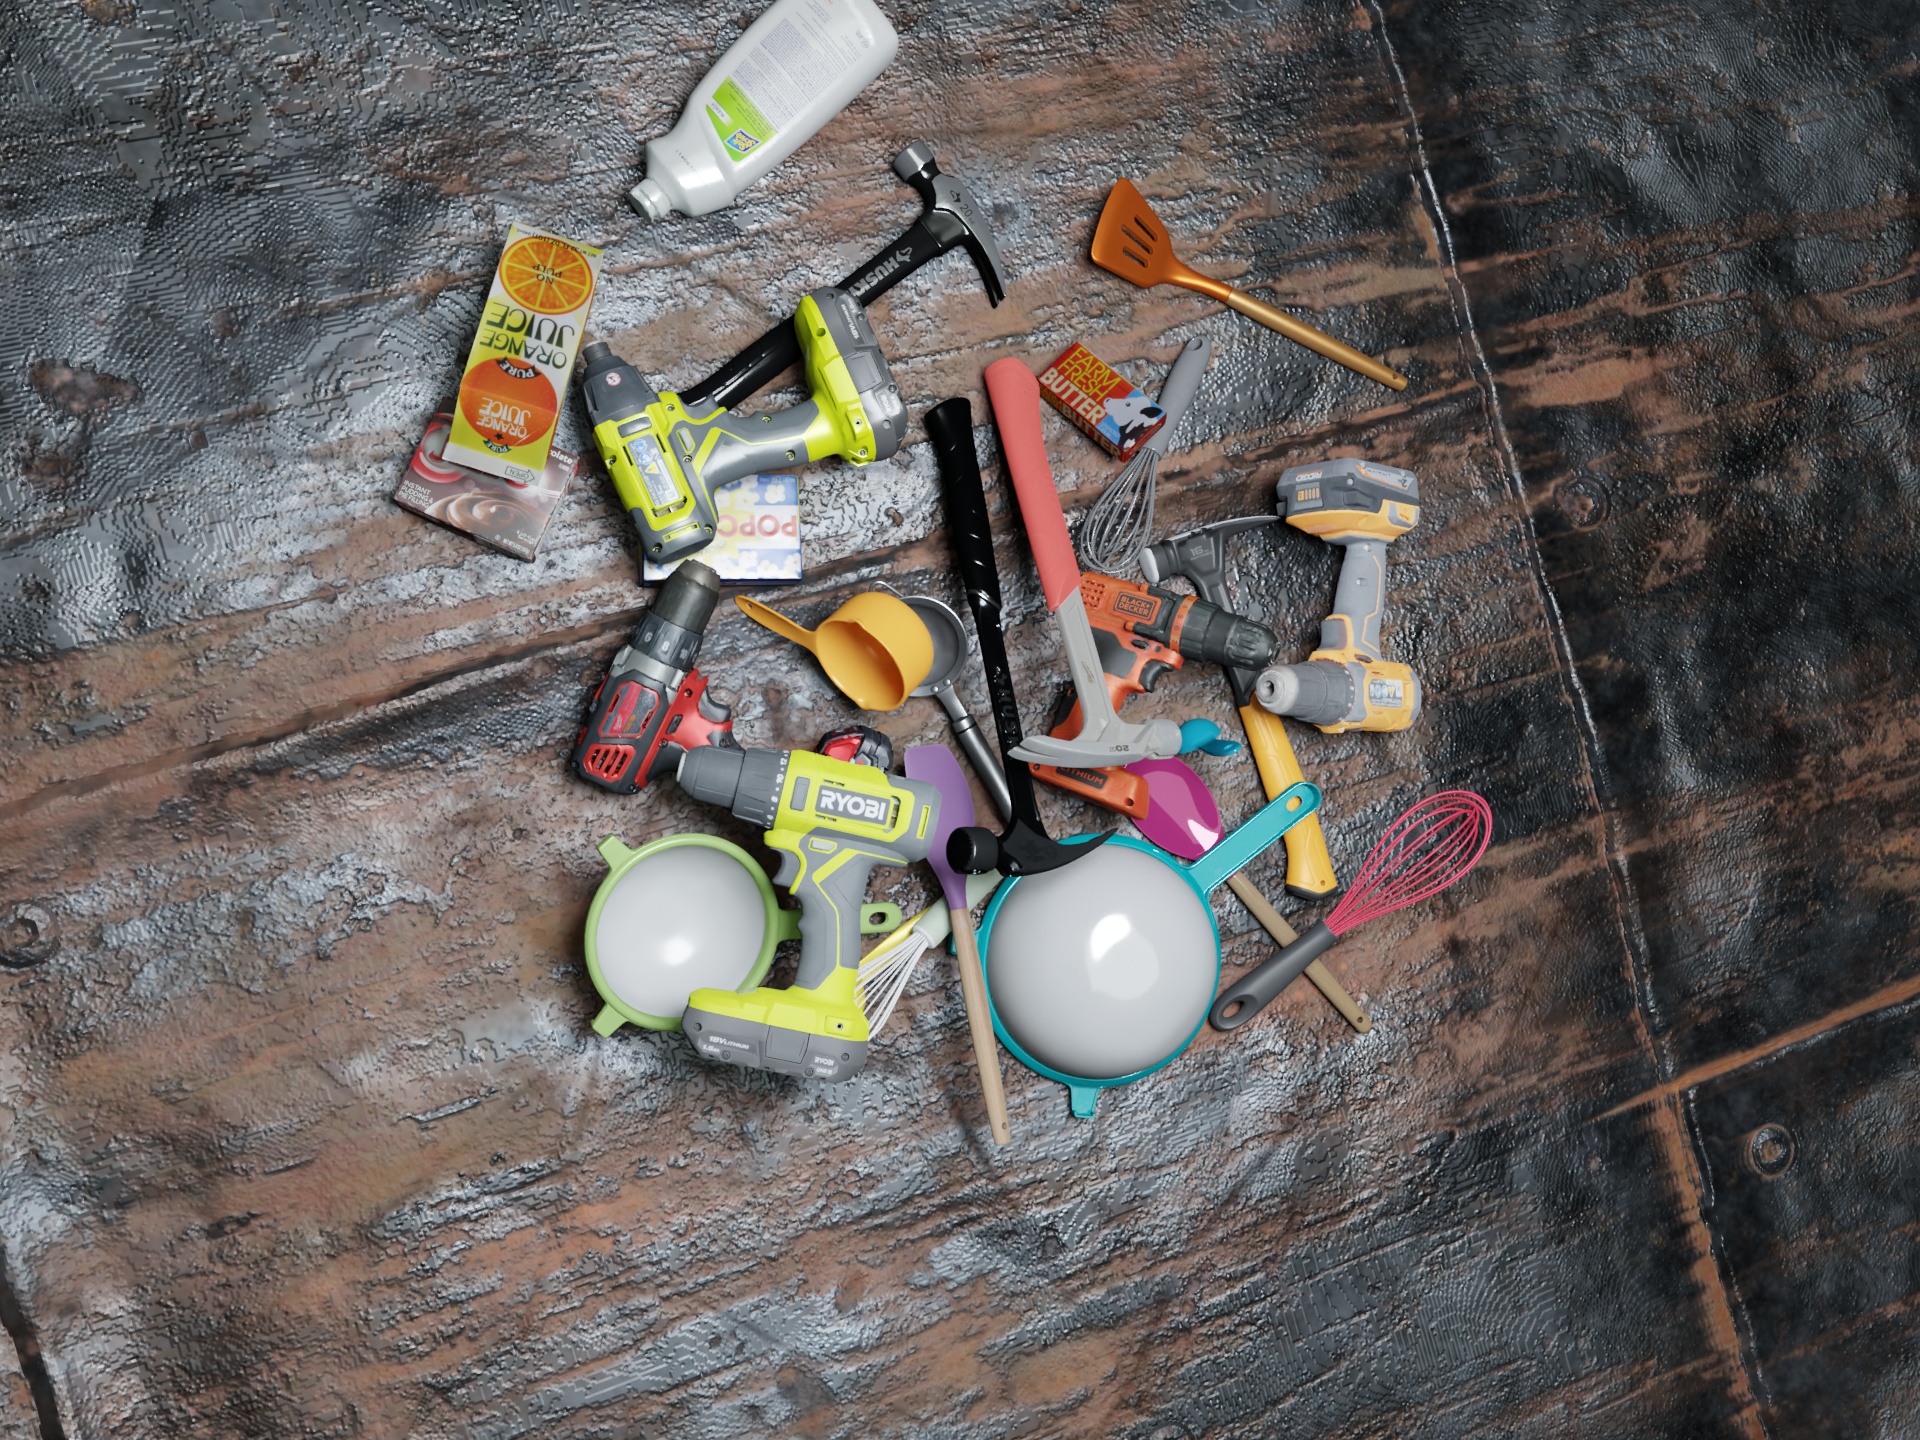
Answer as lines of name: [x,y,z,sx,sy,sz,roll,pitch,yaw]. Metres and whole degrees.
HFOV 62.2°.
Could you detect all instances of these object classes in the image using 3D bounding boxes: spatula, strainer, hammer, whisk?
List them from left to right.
strainer: [-0.173,0.155,1.238,0.256,0.069,0.151,-1,97,-29]
hammer: [-0.112,-0.322,1.293,0.335,0.035,0.146,-40,96,-13]
whisk: [-0.034,0.178,1.262,0.246,0.058,0.059,-43,136,-26]
strainer: [-0.002,-0.004,1.297,0.087,0.050,0.258,-27,98,16]
spatula: [0.005,0.173,1.250,0.059,0.018,0.316,-5,81,-36]
hammer: [0.027,-0.075,1.254,0.149,0.036,0.409,5,66,-36]
hammer: [0.066,-0.131,1.258,0.149,0.036,0.359,1,64,-33]
whisk: [0.164,-0.229,1.354,0.055,0.055,0.239,28,76,-11]
strainer: [0.173,0.160,1.291,0.340,0.095,0.211,-37,95,-7]
spatula: [0.258,-0.364,1.389,0.322,0.041,0.081,23,80,-13]
hammer: [0.264,-0.008,1.372,0.127,0.034,0.337,-19,92,-14]
whisk: [0.325,0.163,1.339,0.296,0.073,0.073,-41,97,5]

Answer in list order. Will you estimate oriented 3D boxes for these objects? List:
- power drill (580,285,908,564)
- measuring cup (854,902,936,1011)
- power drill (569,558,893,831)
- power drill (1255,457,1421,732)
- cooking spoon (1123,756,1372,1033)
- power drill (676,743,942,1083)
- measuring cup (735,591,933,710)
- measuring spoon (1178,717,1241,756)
power drill: [-0.168,-0.238,1.216,0.223,0.080,0.171,-24,90,-13]
measuring cup: [-0.064,0.194,1.275,0.156,0.029,0.062,-36,96,-12]
power drill: [-0.165,-0.001,1.227,0.226,0.080,0.188,26,92,-9]
power drill: [0.315,-0.102,1.342,0.185,0.084,0.226,2,87,-41]
cooking spoon: [0.249,0.151,1.366,0.069,0.017,0.319,-43,97,-8]
power drill: [-0.129,0.133,1.158,0.190,0.080,0.228,13,84,-6]
measuring cup: [-0.098,-0.074,1.251,0.174,0.095,0.052,27,53,25]
measuring spoon: [0.203,0.013,1.305,0.042,0.128,0.021,-29,97,-5]
